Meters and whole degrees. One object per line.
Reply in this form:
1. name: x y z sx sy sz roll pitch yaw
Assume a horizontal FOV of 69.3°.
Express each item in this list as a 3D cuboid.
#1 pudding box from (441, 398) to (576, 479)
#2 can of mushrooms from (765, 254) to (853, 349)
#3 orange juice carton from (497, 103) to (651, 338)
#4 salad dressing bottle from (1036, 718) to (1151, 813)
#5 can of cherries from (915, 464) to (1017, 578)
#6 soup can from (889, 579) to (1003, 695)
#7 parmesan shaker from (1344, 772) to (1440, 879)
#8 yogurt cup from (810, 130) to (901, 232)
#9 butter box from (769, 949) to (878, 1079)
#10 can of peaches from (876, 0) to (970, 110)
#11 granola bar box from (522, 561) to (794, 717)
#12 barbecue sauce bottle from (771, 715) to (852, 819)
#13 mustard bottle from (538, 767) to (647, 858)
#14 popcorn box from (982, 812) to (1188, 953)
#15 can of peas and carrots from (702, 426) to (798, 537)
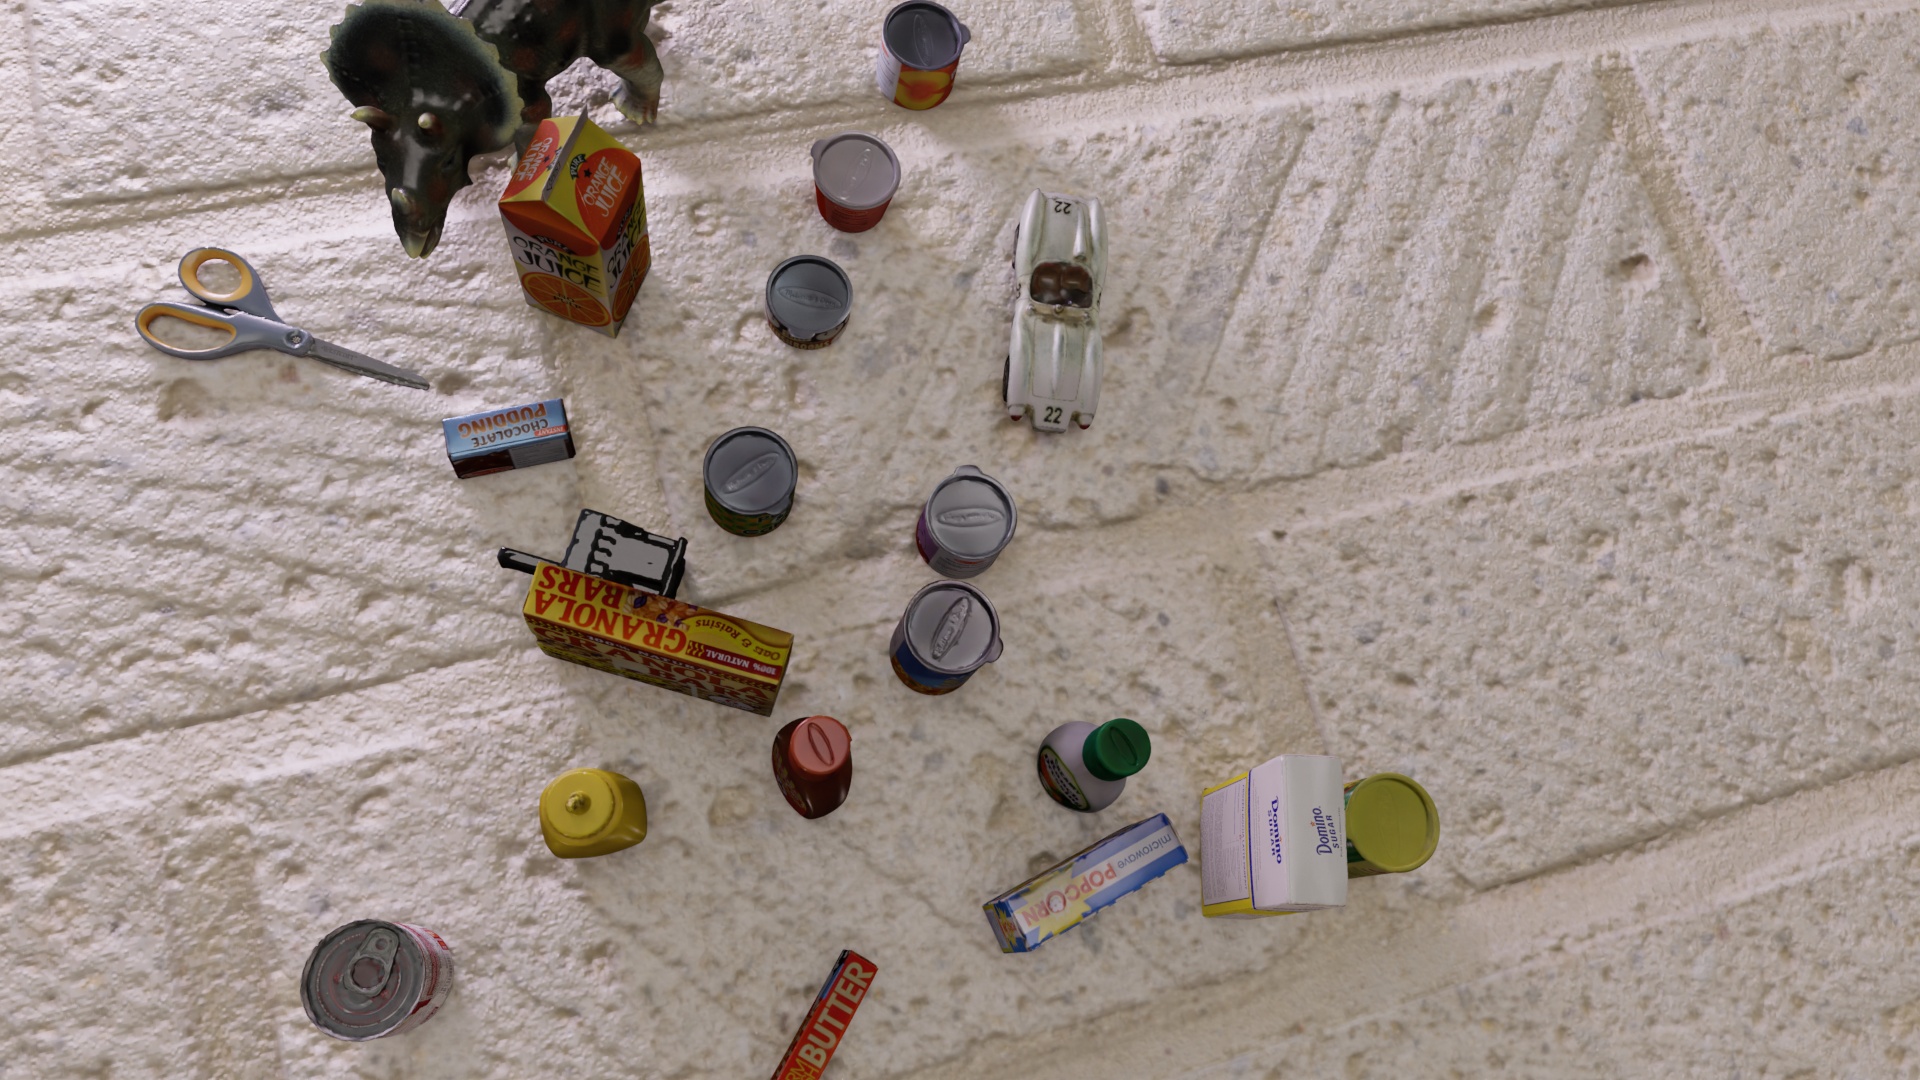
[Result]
1. pudding box: -0.319 -0.072 0.982 0.084 0.049 0.030 -13 76 -14
2. can of mushrooms: -0.117 -0.179 1.060 0.071 0.033 0.071 3 73 -9
3. orange juice carton: -0.265 -0.221 0.962 0.073 0.192 0.072 21 71 -3
4. salad dressing bottle: 0.090 0.148 0.933 0.044 0.147 0.064 -30 81 -17
5. can of cherries: 0.004 -0.013 1.016 0.071 0.058 0.071 3 73 -9
6. soup can: -0.011 0.071 0.973 0.071 0.083 0.071 3 73 -9
7. parmesan shaker: 0.278 0.202 0.973 0.071 0.102 0.071 3 73 -9
8. yogurt cup: -0.083 -0.277 1.085 0.072 0.053 0.072 3 73 -9
9. butter box: -0.090 0.317 0.899 0.024 0.053 0.104 31 70 0
10. can of peaches: -0.031 -0.393 1.129 0.071 0.058 0.071 3 73 -9
11. granola bar box: -0.197 0.070 0.920 0.166 0.124 0.039 16 71 -5
12. barbecue sauce bottle: -0.095 0.143 0.902 0.044 0.148 0.065 -24 79 -16
13. mustard bottle: -0.231 0.168 0.864 0.065 0.159 0.049 -10 75 -13
14. popcorn box: 0.083 0.232 0.939 0.127 0.085 0.038 -25 79 -16
15. can of peas and carrots: -0.149 -0.039 0.997 0.071 0.058 0.071 3 73 -9
